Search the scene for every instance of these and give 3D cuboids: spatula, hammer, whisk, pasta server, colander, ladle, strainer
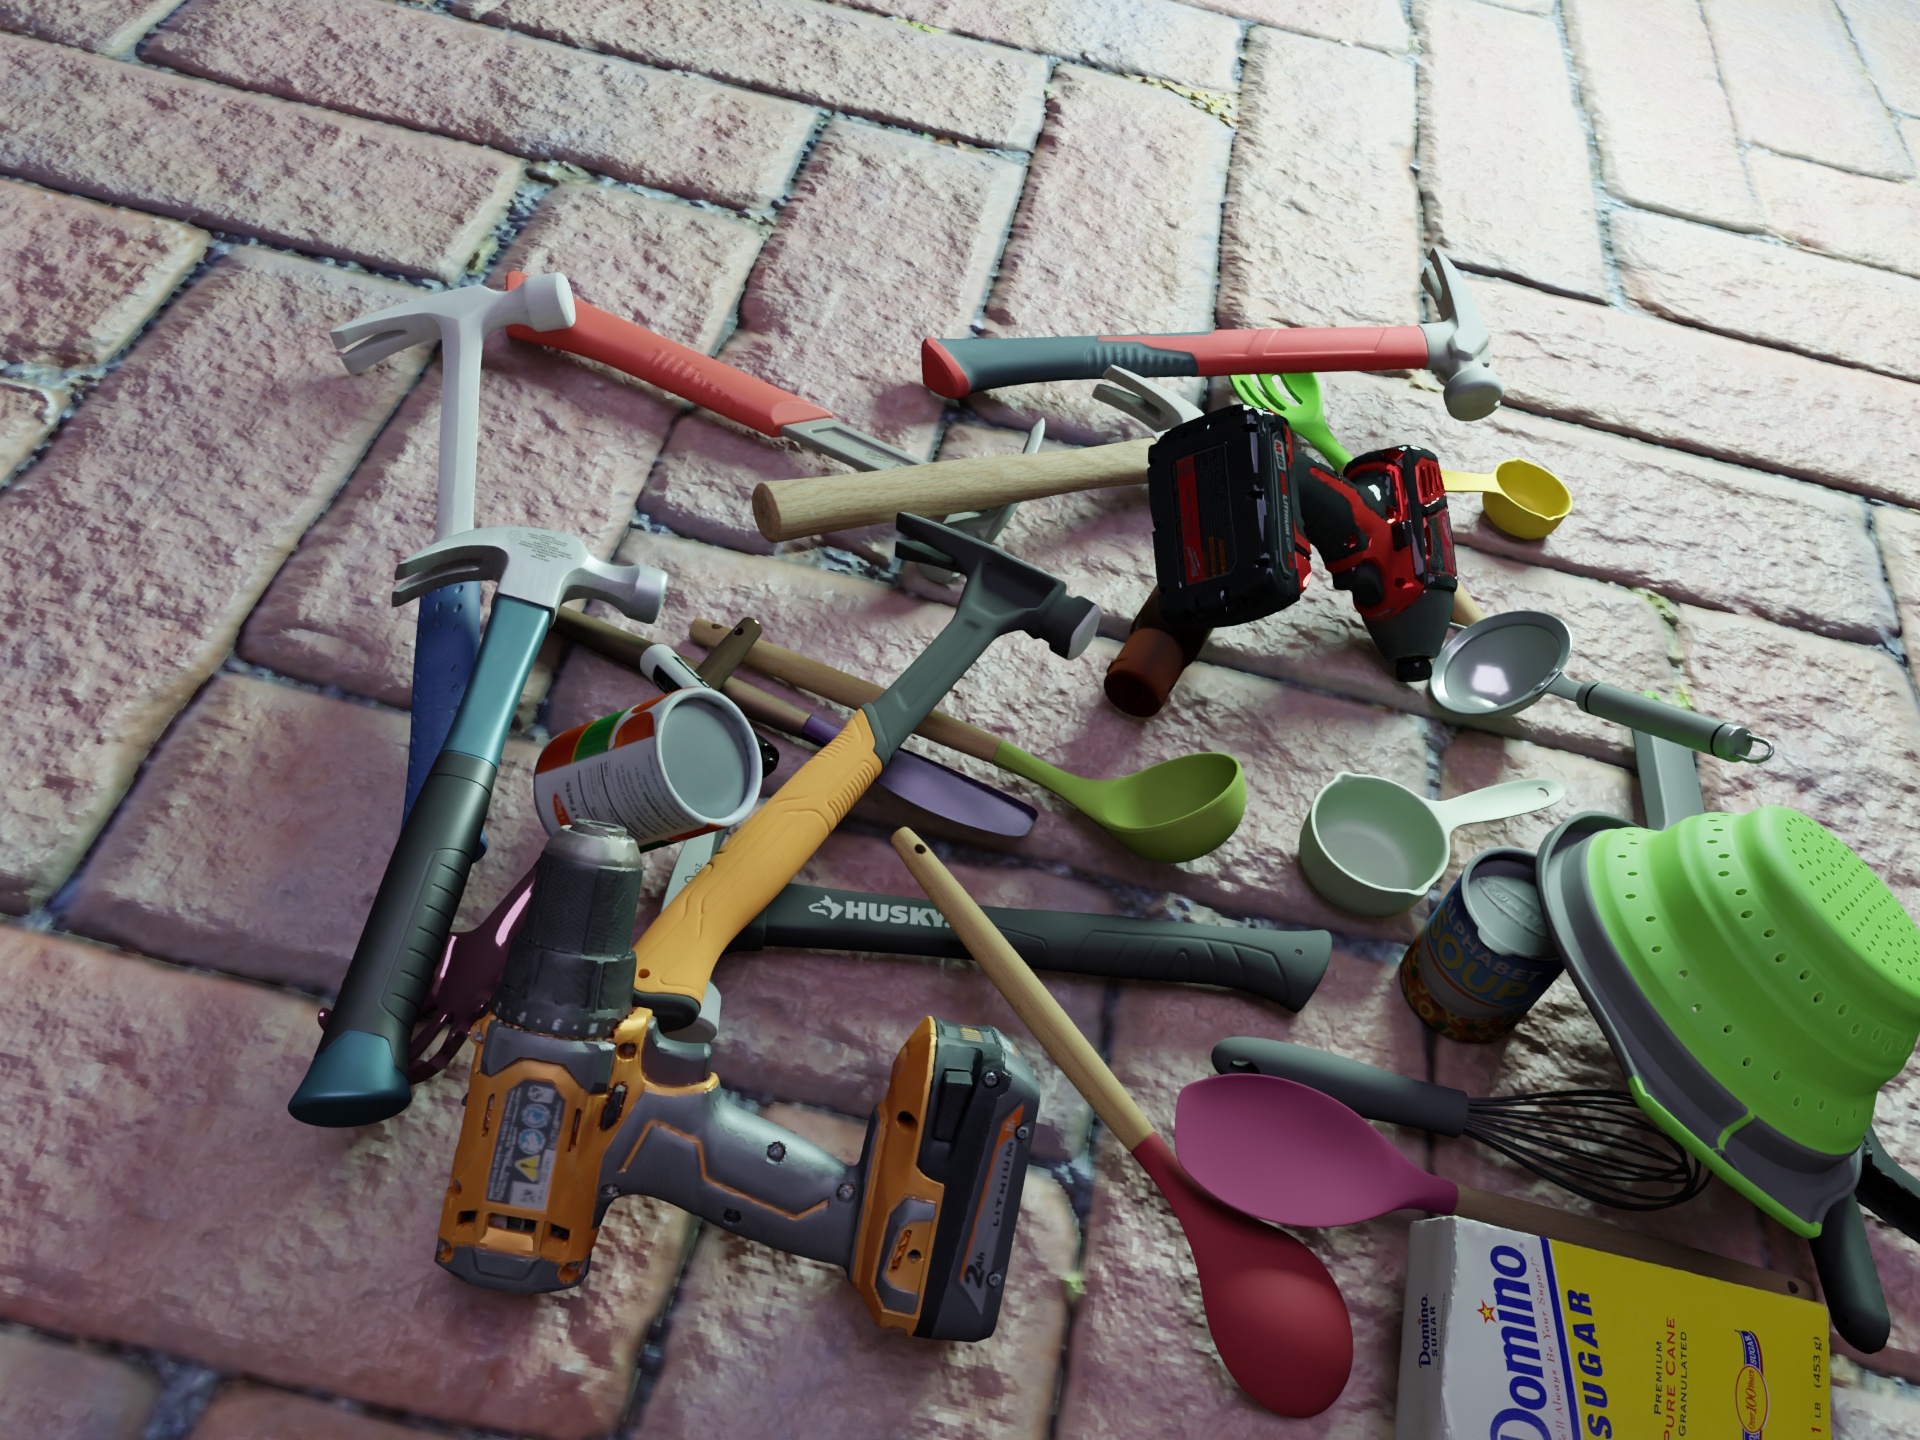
[{"bbox_3d":[-0.106,-0.006,0.856,0.316,0.018,0.060,24,22,9],"label":"spatula"},{"bbox_3d":[0.165,-0.261,1.087,0.386,0.038,0.143,-3,56,-5],"label":"hammer"},{"bbox_3d":[0.237,0.185,0.757,0.239,0.055,0.055,13,49,3],"label":"whisk"},{"bbox_3d":[-0.185,0.051,0.767,0.060,0.040,0.316,22,53,17],"label":"pasta server"},{"bbox_3d":[0.395,0.067,0.798,0.204,0.094,0.397,38,34,-6],"label":"colander"},{"bbox_3d":[0.022,0.102,0.787,0.334,0.035,0.146,6,50,-7],"label":"hammer"},{"bbox_3d":[-0.064,0.019,0.786,0.127,0.034,0.337,28,53,16],"label":"hammer"},{"bbox_3d":[0.066,0.169,0.717,0.069,0.031,0.316,-27,67,-34],"label":"ladle"},{"bbox_3d":[-0.128,-0.208,1.013,0.359,0.036,0.149,25,50,9],"label":"hammer"},{"bbox_3d":[-0.230,0.032,0.731,0.128,0.033,0.331,17,49,-12],"label":"hammer"},{"bbox_3d":[-0.284,-0.098,0.875,0.144,0.035,0.406,-10,55,-1],"label":"hammer"},{"bbox_3d":[0.348,-0.012,0.888,0.087,0.050,0.259,-42,24,-6],"label":"strainer"},{"bbox_3d":[-0.001,-0.003,0.857,0.320,0.062,0.078,22,33,10],"label":"ladle"},{"bbox_3d":[0.029,-0.147,0.957,0.331,0.031,0.130,-12,66,-31],"label":"hammer"}]

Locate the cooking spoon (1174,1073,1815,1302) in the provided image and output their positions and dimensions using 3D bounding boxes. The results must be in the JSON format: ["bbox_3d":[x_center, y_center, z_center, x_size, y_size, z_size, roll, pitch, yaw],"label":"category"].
[{"bbox_3d":[0.244,0.223,0.719,0.319,0.017,0.069,17,50,-8],"label":"cooking spoon"}]

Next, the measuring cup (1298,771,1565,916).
[{"bbox_3d":[0.260,0.062,0.872,0.167,0.038,0.083,-11,54,-23],"label":"measuring cup"}]

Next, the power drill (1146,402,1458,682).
[{"bbox_3d":[0.210,-0.098,0.917,0.219,0.078,0.143,4,79,-42],"label":"power drill"}]

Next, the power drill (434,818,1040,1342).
[{"bbox_3d":[-0.085,0.147,0.646,0.226,0.084,0.185,11,90,-4],"label":"power drill"}]

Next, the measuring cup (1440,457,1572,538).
[{"bbox_3d":[0.334,-0.150,1.065,0.156,0.029,0.062,2,50,-14],"label":"measuring cup"}]

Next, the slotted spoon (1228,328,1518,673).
[{"bbox_3d":[0.270,-0.149,1.058,0.070,0.031,0.314,-16,57,-24],"label":"slotted spoon"}]
